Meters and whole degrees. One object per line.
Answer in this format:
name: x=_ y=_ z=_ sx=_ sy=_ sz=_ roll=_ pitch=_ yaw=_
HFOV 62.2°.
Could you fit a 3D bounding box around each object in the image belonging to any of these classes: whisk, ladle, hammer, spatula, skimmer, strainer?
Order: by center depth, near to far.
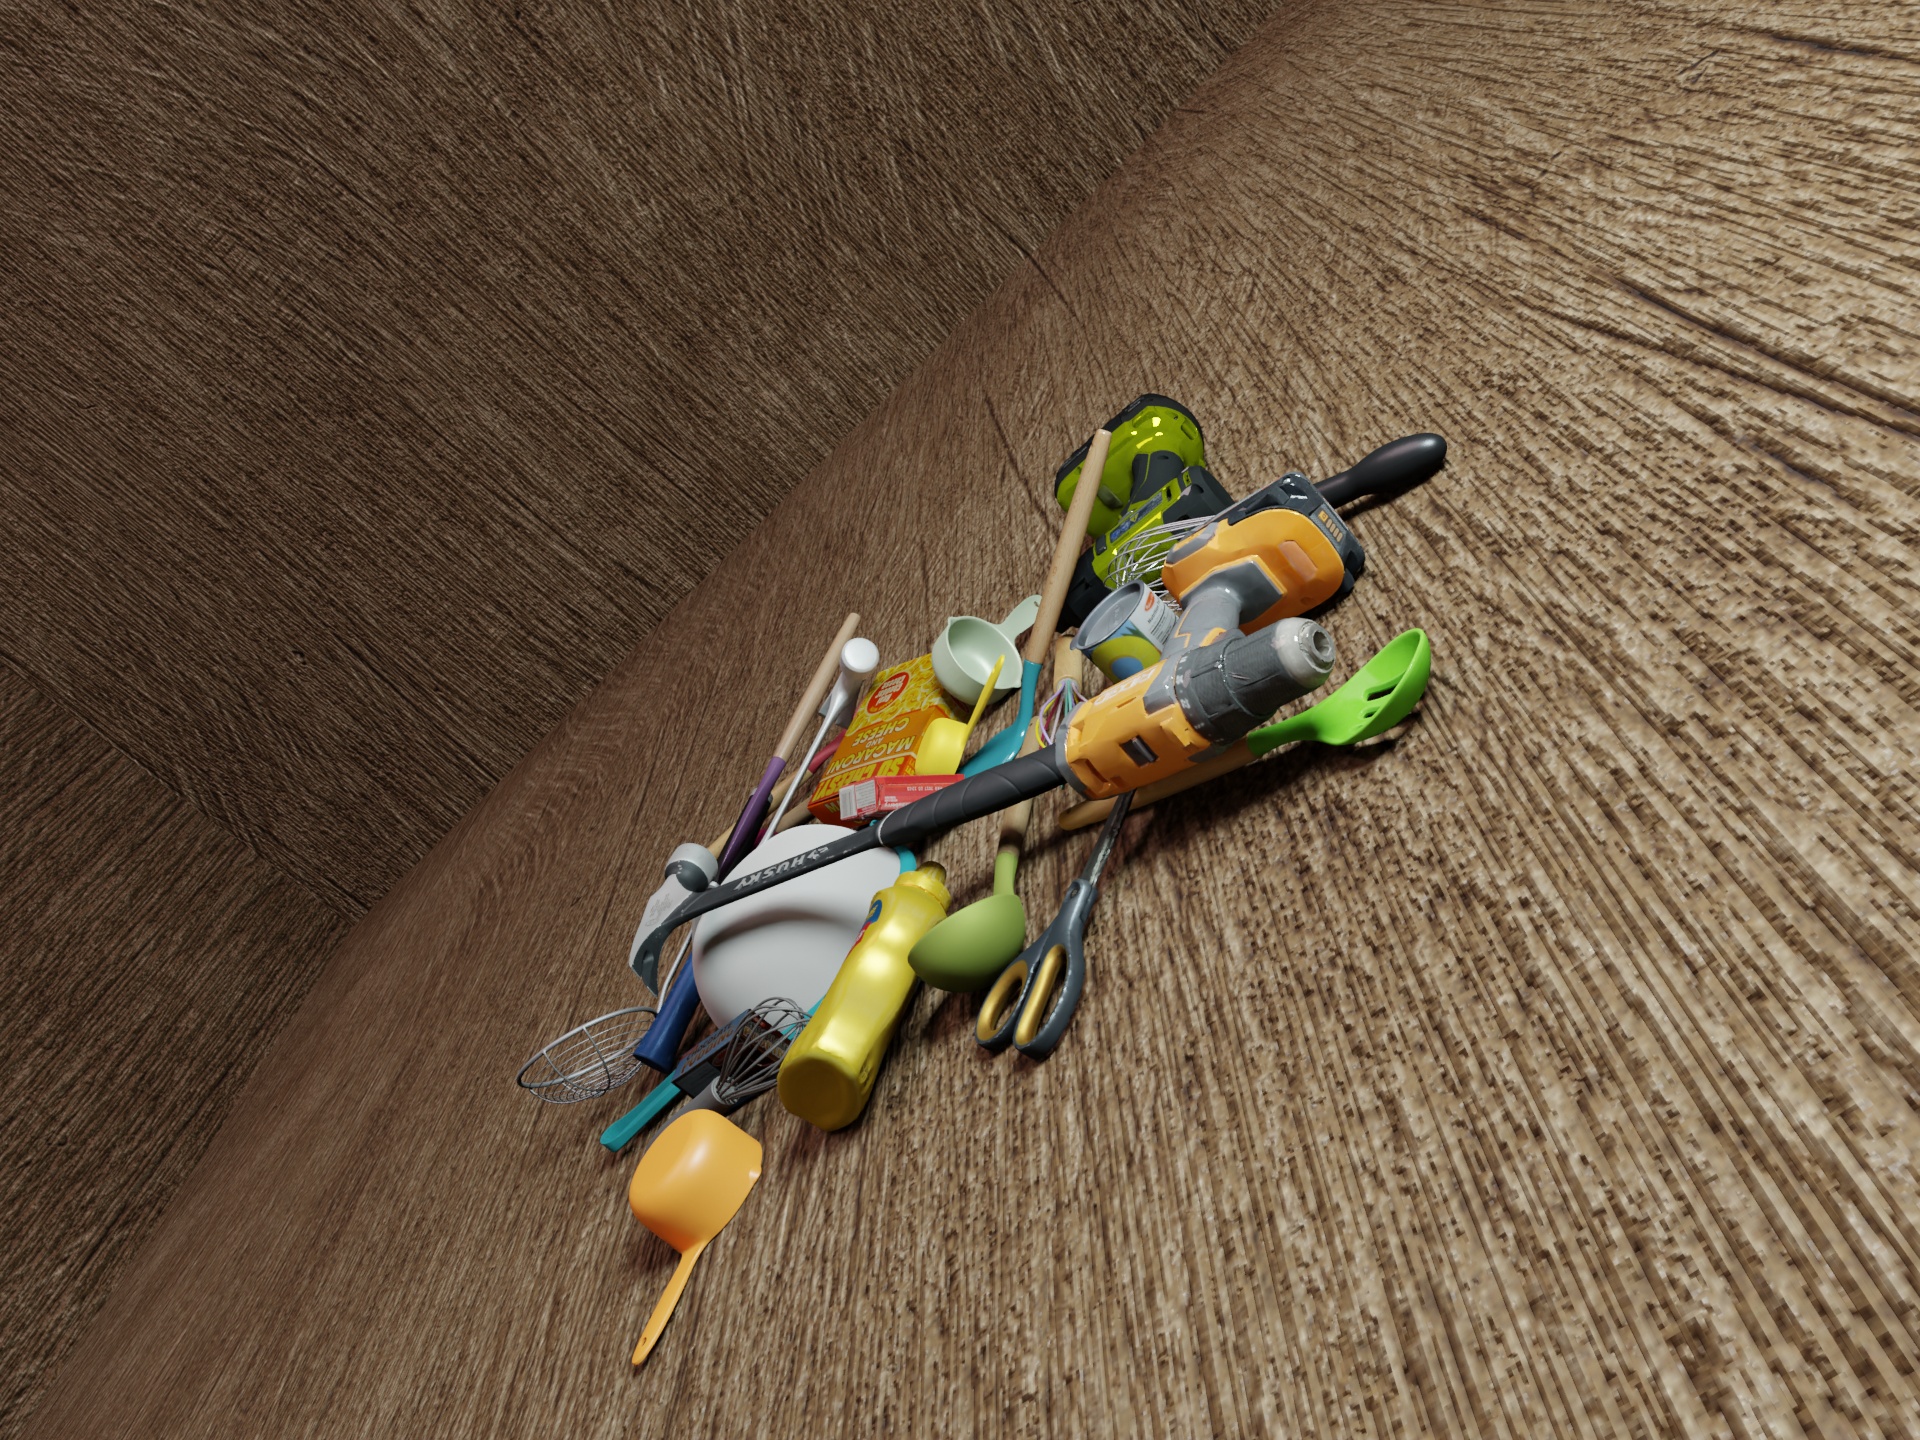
ladle: x=0.026 y=0.073 z=1.081 sx=0.078 sy=0.062 sz=0.320 roll=-44 pitch=14 yaw=28
hammer: x=-0.063 y=0.082 z=1.085 sx=0.409 sy=0.036 sz=0.149 roll=-23 pitch=25 yaw=26
whisk: x=0.213 y=-0.137 z=1.105 sx=0.284 sy=0.070 sz=0.070 roll=-22 pitch=30 yaw=44
whisk: x=-0.167 y=0.260 z=1.110 sx=0.239 sy=0.055 sz=0.055 roll=-47 pitch=14 yaw=38
whisk: x=0.082 y=-0.013 z=1.170 sx=0.047 sy=0.051 sz=0.245 roll=-5 pitch=22 yaw=6
spatula: x=0.054 y=-0.072 z=1.227 sx=0.082 sy=0.044 sz=0.317 roll=-113 pitch=39 yaw=-72
strainer: x=-0.184 y=0.197 z=1.236 sx=0.340 sy=0.095 sz=0.211 roll=-44 pitch=18 yaw=6
hammer: x=-0.177 y=0.119 z=1.401 sx=0.406 sy=0.035 sz=0.144 roll=-64 pitch=2 yaw=-24
skimmer: x=-0.275 y=0.189 z=1.442 sx=0.127 sy=0.090 sz=0.363 roll=-59 pitch=6 yaw=51
spatula: x=-0.161 y=0.020 z=1.499 sx=0.059 sy=0.018 sz=0.316 roll=113 pitch=-179 yaw=-59
ladle: x=-0.169 y=0.064 z=1.577 sx=0.315 sy=0.031 sz=0.069 roll=-41 pitch=26 yaw=11

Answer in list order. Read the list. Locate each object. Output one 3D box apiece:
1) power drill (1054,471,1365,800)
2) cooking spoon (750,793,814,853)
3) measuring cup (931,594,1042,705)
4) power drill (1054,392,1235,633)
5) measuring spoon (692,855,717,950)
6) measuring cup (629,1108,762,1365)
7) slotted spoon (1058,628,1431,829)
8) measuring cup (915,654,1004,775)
power drill: x=0.167 y=-0.057 z=0.943 sx=0.185 sy=0.084 sz=0.226 roll=-29 pitch=17 yaw=46
cooking spoon: x=-0.158 y=0.093 z=1.528 sx=0.319 sy=0.017 sz=0.069 roll=-35 pitch=11 yaw=35
measuring cup: x=0.031 y=-0.066 z=1.376 sx=0.038 sy=0.083 sz=0.167 roll=-47 pitch=-2 yaw=37
power drill: x=0.138 y=-0.169 z=1.308 sx=0.171 sy=0.080 sz=0.223 roll=-38 pitch=22 yaw=23
measuring spoon: x=-0.225 y=0.174 z=1.409 sx=0.018 sy=0.124 sz=0.034 roll=11 pitch=20 yaw=22
measuring cup: x=-0.192 y=0.329 z=1.034 sx=0.095 sy=0.052 sz=0.174 roll=-35 pitch=19 yaw=35
slotted spoon: x=0.157 y=0.020 z=0.934 sx=0.314 sy=0.031 sz=0.070 roll=-28 pitch=25 yaw=51
measuring cup: x=-0.002 y=-0.004 z=1.246 sx=0.156 sy=0.029 sz=0.062 roll=117 pitch=168 yaw=-48
